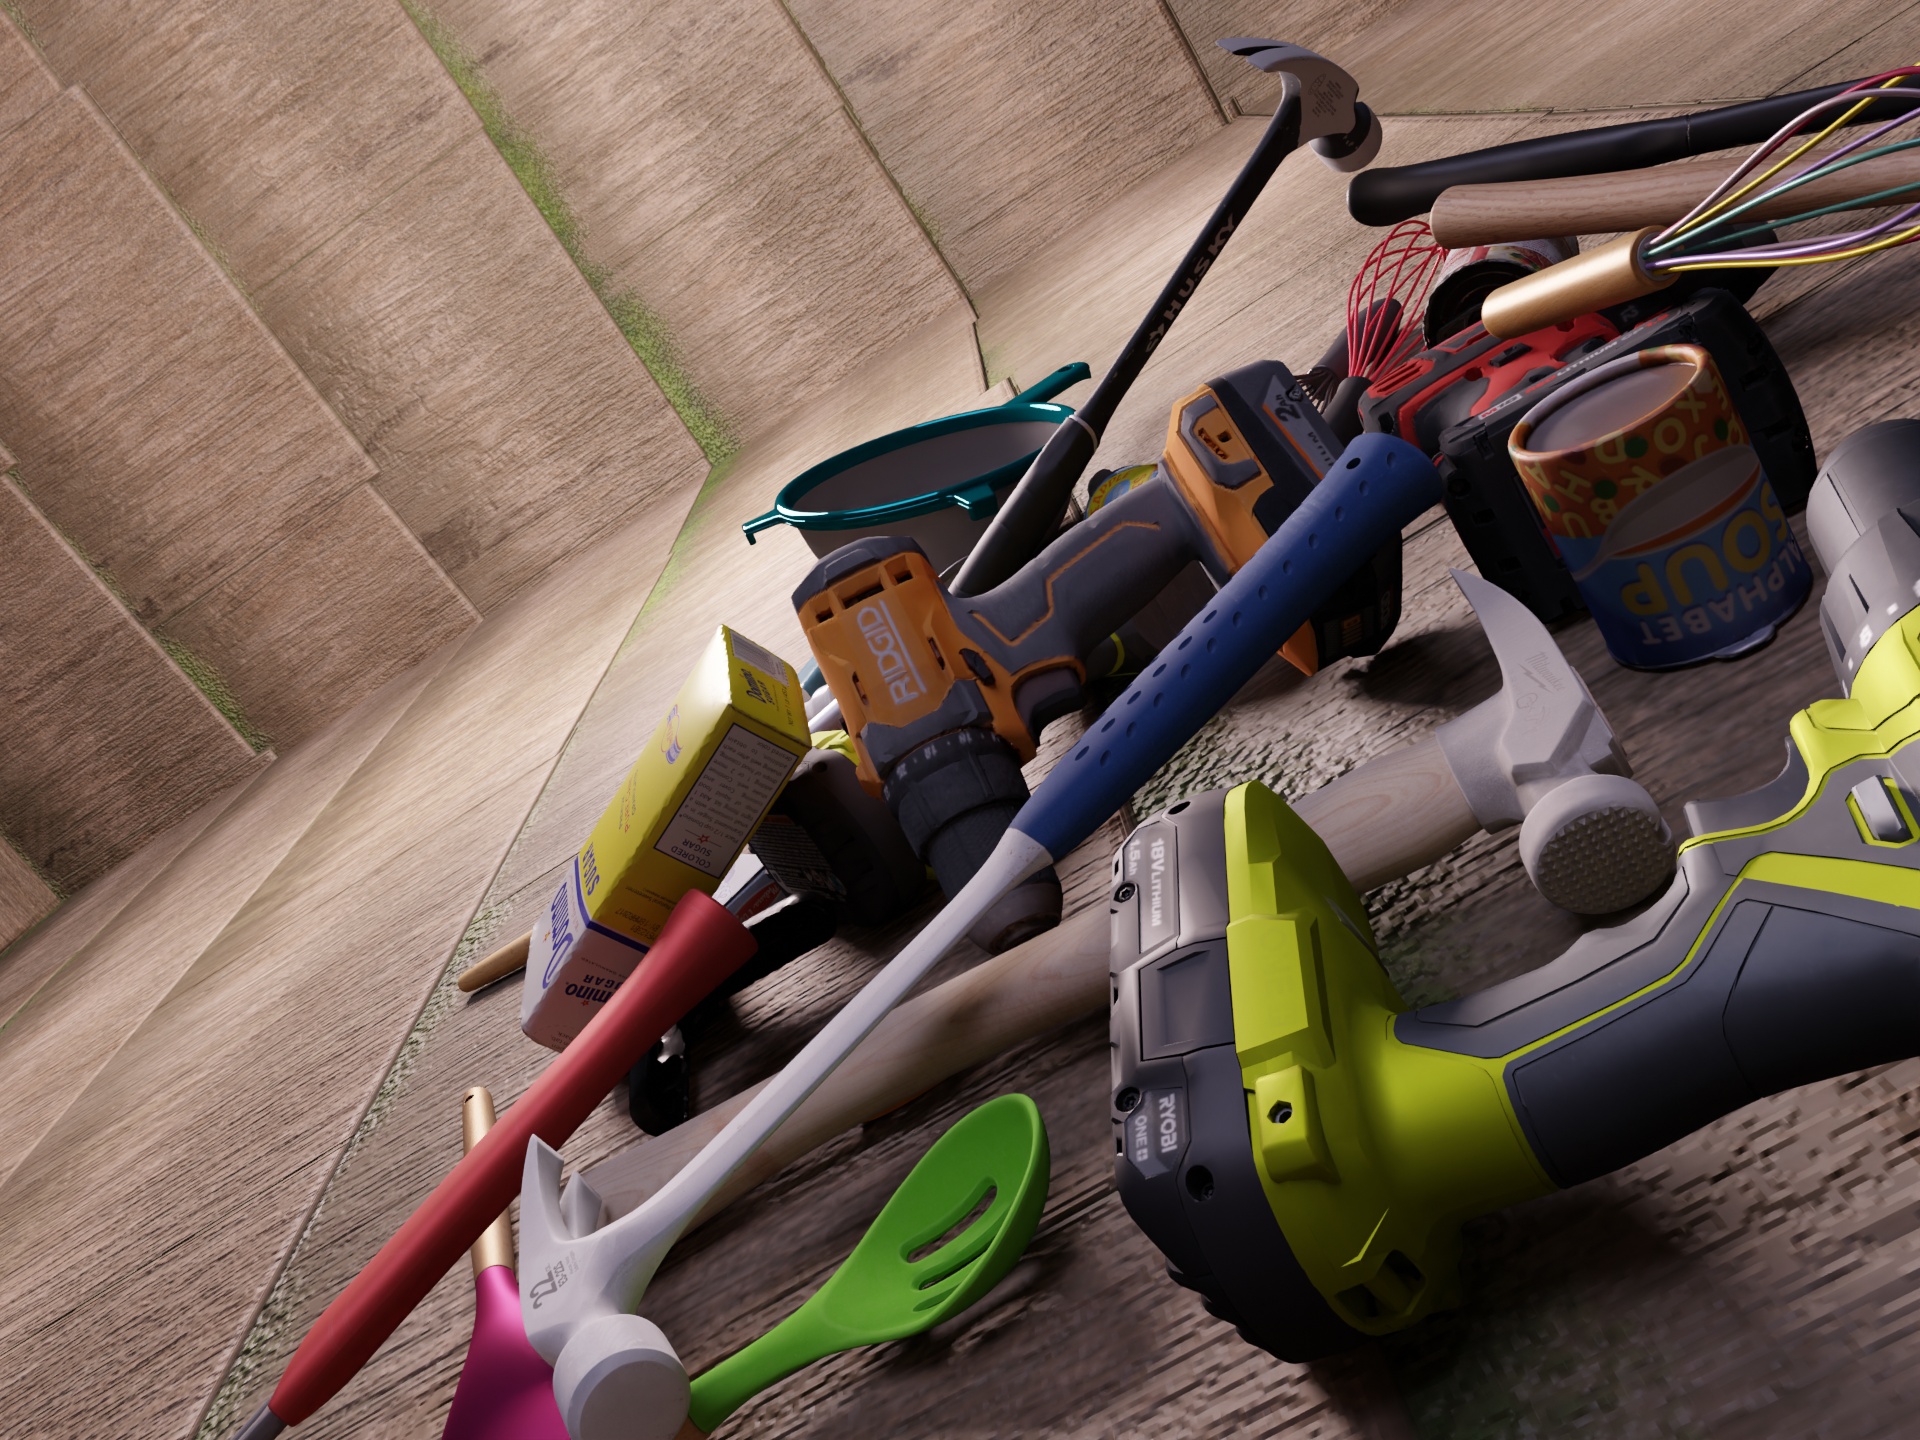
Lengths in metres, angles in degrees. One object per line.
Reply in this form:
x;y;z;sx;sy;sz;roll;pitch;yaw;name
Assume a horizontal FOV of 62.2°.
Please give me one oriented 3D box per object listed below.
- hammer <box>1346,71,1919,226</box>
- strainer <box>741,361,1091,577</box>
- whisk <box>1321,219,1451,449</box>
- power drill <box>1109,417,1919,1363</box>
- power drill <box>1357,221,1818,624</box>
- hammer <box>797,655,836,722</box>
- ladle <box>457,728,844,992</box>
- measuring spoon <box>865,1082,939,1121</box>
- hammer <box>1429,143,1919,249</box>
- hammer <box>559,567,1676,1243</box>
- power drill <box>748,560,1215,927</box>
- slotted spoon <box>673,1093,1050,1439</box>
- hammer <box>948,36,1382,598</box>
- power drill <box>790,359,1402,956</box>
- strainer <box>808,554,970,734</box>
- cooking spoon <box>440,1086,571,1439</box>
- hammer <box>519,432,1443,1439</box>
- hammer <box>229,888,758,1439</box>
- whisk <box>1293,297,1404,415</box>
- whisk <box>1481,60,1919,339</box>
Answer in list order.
0.329;-0.273;0.748;0.146;0.035;0.335;-16;15;-40;hammer
0.020;-0.163;1.110;0.211;0.095;0.340;-2;25;33;strainer
0.224;-0.190;0.873;0.073;0.073;0.296;-15;31;46;whisk
0.150;0.034;0.349;0.228;0.080;0.191;-26;36;26;power drill
0.264;-0.138;0.646;0.188;0.080;0.227;-29;16;17;power drill
-0.069;-0.072;1.127;0.128;0.033;0.331;-21;22;33;hammer
-0.178;0.089;0.916;0.315;0.031;0.069;-30;-4;21;ladle
0.008;0.107;0.567;0.117;0.011;0.021;-35;18;2;measuring spoon
0.324;-0.204;0.604;0.130;0.031;0.331;-25;24;-32;hammer
0.018;0.088;0.537;0.410;0.038;0.146;-30;27;18;hammer
-0.001;-0.002;0.767;0.223;0.080;0.171;-39;15;-23;power drill
-0.097;0.213;0.461;0.314;0.031;0.070;-36;18;2;slotted spoon
0.074;-0.168;0.846;0.409;0.036;0.149;-56;-27;15;hammer
0.062;-0.025;0.632;0.226;0.084;0.186;-26;60;1;power drill
-0.055;-0.014;0.940;0.258;0.050;0.086;-41;-19;-2;strainer
-0.187;0.212;0.634;0.069;0.017;0.319;-39;19;-9;cooking spoon
0.012;0.047;0.528;0.405;0.035;0.144;-44;23;-13;hammer
-0.201;0.201;0.560;0.359;0.036;0.149;-48;8;-21;hammer
0.215;-0.203;0.939;0.055;0.055;0.239;-16;21;44;whisk
0.244;-0.160;0.519;0.051;0.047;0.245;-17;6;-11;whisk
